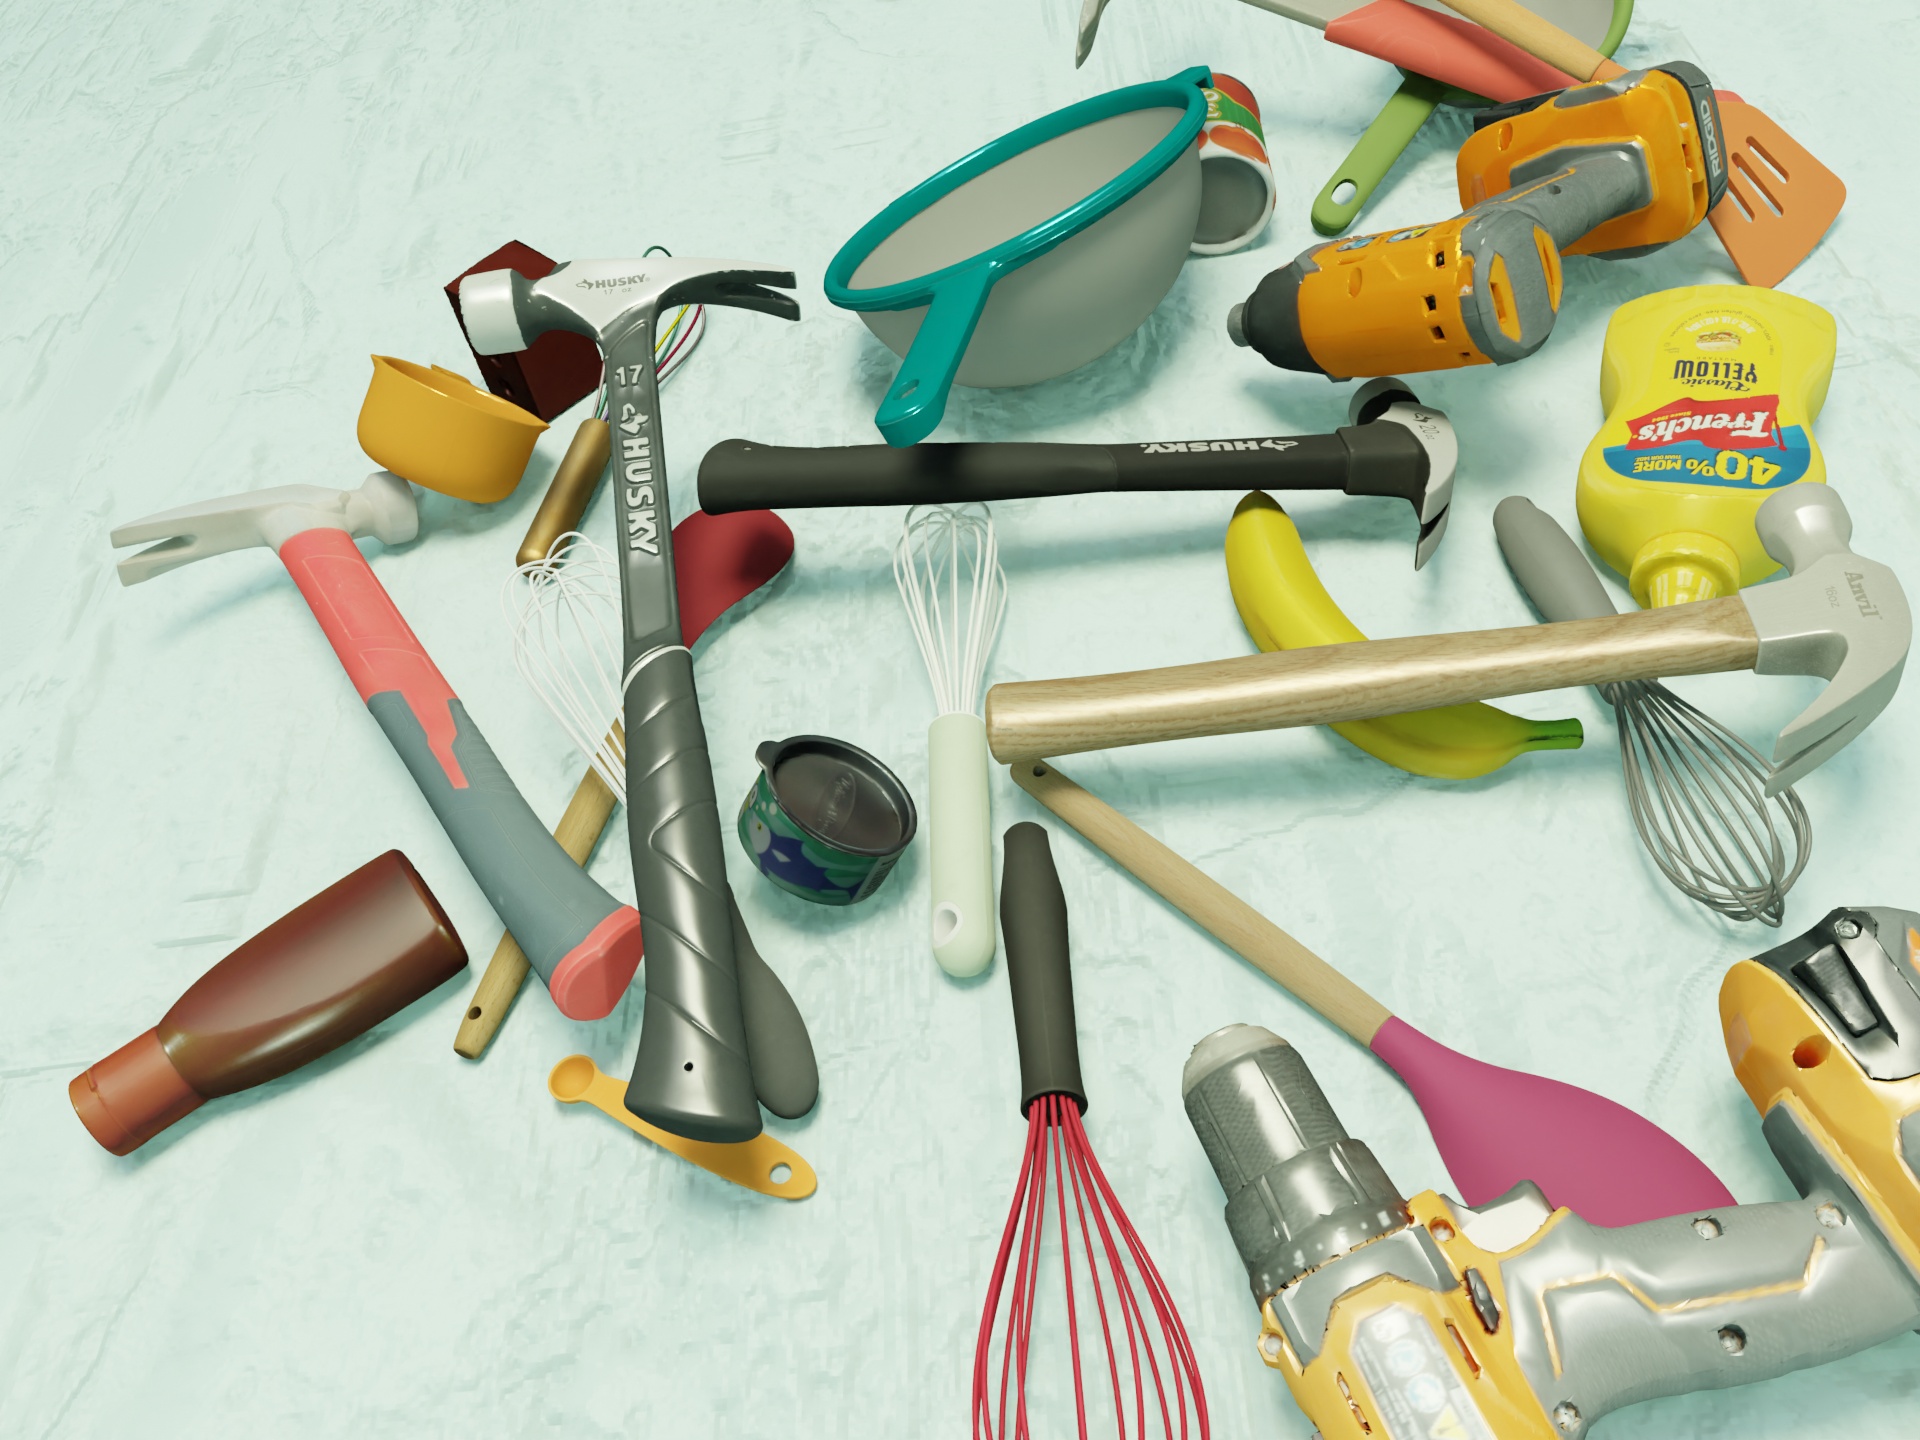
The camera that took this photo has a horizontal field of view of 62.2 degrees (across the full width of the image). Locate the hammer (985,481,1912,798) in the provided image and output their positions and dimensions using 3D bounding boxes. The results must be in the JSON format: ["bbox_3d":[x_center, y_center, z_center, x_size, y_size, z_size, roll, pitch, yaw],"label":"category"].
[{"bbox_3d":[0.172,-0.016,0.596,0.331,0.031,0.130,-7,44,12],"label":"hammer"}]

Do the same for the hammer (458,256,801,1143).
[{"bbox_3d":[-0.116,-0.035,0.626,0.149,0.036,0.409,-10,60,-4],"label":"hammer"}]

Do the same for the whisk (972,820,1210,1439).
[{"bbox_3d":[0.033,0.146,0.530,0.073,0.073,0.296,-9,43,5],"label":"whisk"}]

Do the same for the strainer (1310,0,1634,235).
[{"bbox_3d":[0.276,-0.368,0.921,0.151,0.069,0.256,35,81,10],"label":"strainer"}]

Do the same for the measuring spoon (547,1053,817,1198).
[{"bbox_3d":[-0.103,0.152,0.588,0.117,0.011,0.021,18,55,21],"label":"measuring spoon"}]

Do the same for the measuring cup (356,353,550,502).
[{"bbox_3d":[-0.283,-0.162,0.867,0.052,0.095,0.174,-66,26,8],"label":"measuring cup"}]

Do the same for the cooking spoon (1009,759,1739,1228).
[{"bbox_3d":[0.131,0.097,0.574,0.069,0.017,0.319,-39,54,-21],"label":"cooking spoon"}]

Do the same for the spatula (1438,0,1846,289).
[{"bbox_3d":[0.307,-0.342,0.826,0.323,0.041,0.081,40,78,16],"label":"spatula"}]

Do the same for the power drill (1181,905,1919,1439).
[{"bbox_3d":[0.190,0.138,0.469,0.226,0.084,0.186,-27,57,-1],"label":"power drill"}]

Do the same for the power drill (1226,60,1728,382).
[{"bbox_3d":[0.241,-0.230,0.756,0.226,0.084,0.164,-37,26,-29],"label":"power drill"}]

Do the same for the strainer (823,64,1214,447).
[{"bbox_3d":[0.029,-0.194,0.769,0.211,0.095,0.341,-15,34,26],"label":"strainer"}]

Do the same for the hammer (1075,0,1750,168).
[{"bbox_3d":[0.247,-0.362,0.863,0.359,0.036,0.149,23,74,7],"label":"hammer"}]

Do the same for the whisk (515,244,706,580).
[{"bbox_3d":[-0.187,-0.174,0.863,0.047,0.051,0.245,7,55,11],"label":"whisk"}]

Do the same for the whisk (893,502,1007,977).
[{"bbox_3d":[-0.001,-0.002,0.676,0.058,0.059,0.247,-33,43,34],"label":"whisk"}]

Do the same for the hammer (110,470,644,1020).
[{"bbox_3d":[-0.252,-0.002,0.693,0.143,0.038,0.387,-18,43,-30],"label":"hammer"}]

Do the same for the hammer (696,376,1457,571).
[{"bbox_3d":[0.052,-0.109,0.704,0.335,0.035,0.146,-2,31,1],"label":"hammer"}]

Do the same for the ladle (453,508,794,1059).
[{"bbox_3d":[-0.150,0.008,0.710,0.069,0.031,0.316,7,53,18],"label":"ladle"}]

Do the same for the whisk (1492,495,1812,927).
[{"bbox_3d":[0.260,-0.015,0.626,0.055,0.055,0.239,-13,44,1],"label":"whisk"}]

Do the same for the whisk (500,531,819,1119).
[{"bbox_3d":[-0.120,0.034,0.642,0.070,0.070,0.285,-25,61,-10],"label":"whisk"}]
